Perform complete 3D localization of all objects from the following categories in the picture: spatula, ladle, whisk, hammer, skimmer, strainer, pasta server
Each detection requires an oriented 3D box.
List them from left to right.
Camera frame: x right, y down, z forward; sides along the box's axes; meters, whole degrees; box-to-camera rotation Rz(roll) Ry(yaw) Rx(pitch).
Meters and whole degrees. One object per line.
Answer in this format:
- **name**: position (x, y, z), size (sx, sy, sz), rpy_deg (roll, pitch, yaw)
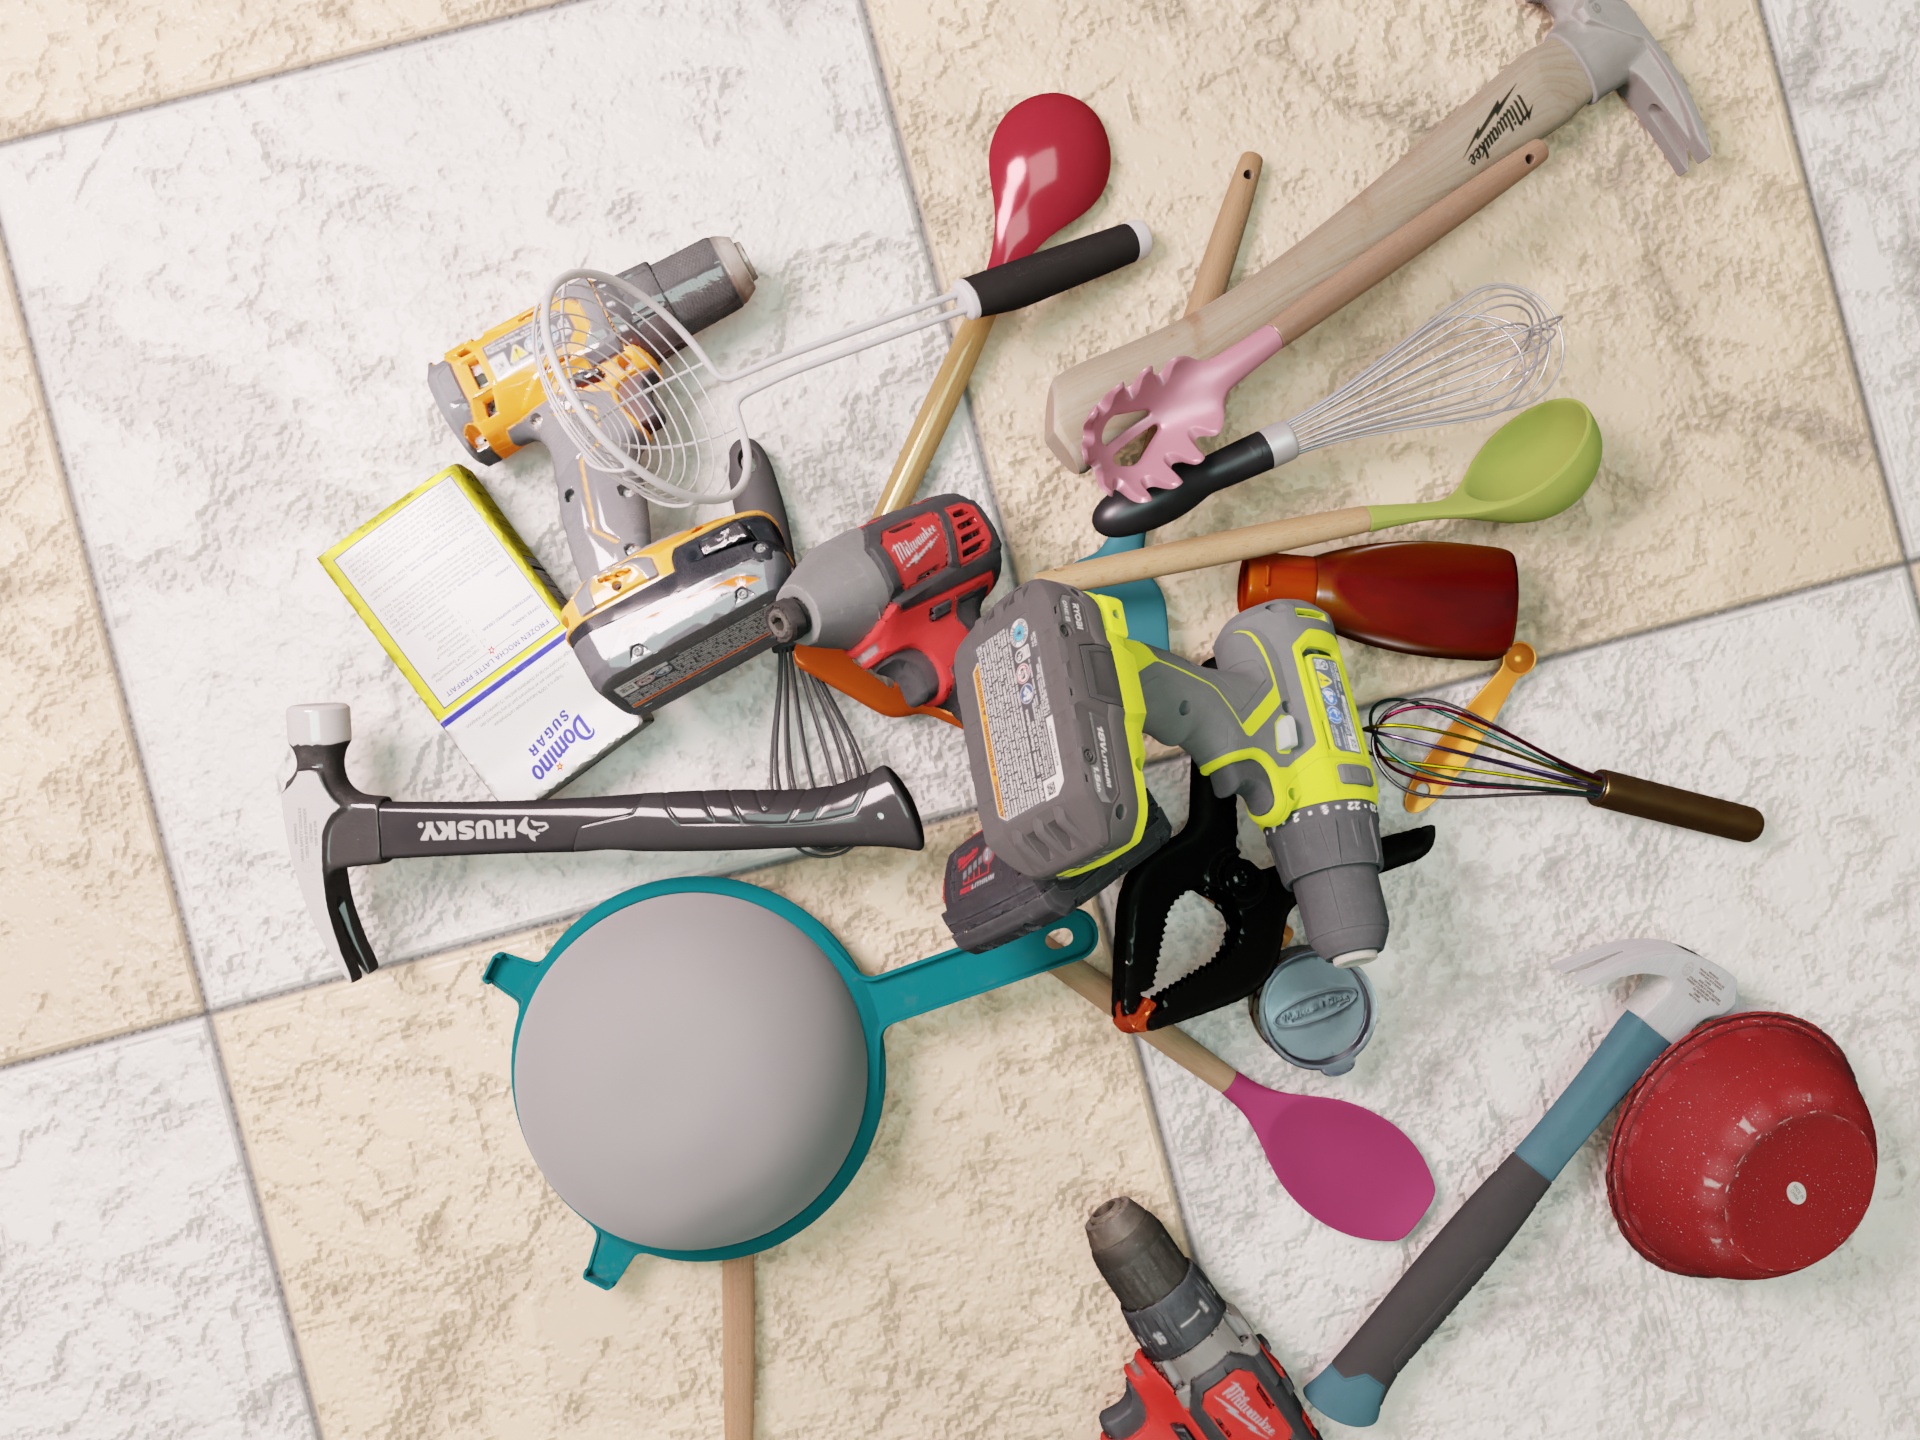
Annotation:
- **hammer**: position (-0.186, 0.060, 0.836), size (0.335, 0.035, 0.146), rpy_deg (-2, 94, 3)
- **spatula**: position (-0.126, 0.281, 0.888), size (0.060, 0.018, 0.316), rpy_deg (-1, 89, 1)
- **whisk**: position (-0.096, -0.041, 0.880), size (0.055, 0.055, 0.239), rpy_deg (-13, 86, -1)
- **strainer**: position (-0.090, 0.168, 0.832), size (0.340, 0.095, 0.211), rpy_deg (-20, 86, 6)
- **skimmer**: position (-0.038, -0.207, 0.796), size (0.363, 0.090, 0.127), rpy_deg (-26, 84, -23)
- **ladle**: position (0.002, -0.208, 0.891), size (0.069, 0.031, 0.315), rpy_deg (25, 91, -5)
- **spatula**: position (0.055, 0.029, 0.882), size (0.322, 0.041, 0.081), rpy_deg (35, 74, -2)
- **spatula**: position (0.119, -0.169, 0.884), size (0.082, 0.044, 0.317), rpy_deg (18, 88, -5)
- **ladle**: position (0.193, -0.115, 0.858), size (0.320, 0.078, 0.062), rpy_deg (-12, 114, -7)
- **pasta server**: position (0.189, -0.216, 0.832), size (0.316, 0.040, 0.060), rpy_deg (-36, 105, -7)
- **whisk**: position (0.200, -0.163, 0.861), size (0.284, 0.070, 0.070), rpy_deg (-24, 90, -6)
- **hammer**: position (0.222, -0.258, 0.873), size (0.410, 0.038, 0.146), rpy_deg (-37, 92, -7)
- **hammer**: position (0.311, 0.260, 0.884), size (0.128, 0.033, 0.331), rpy_deg (39, 91, -15)
- **whisk**: position (0.333, 0.032, 0.888), size (0.245, 0.051, 0.047), rpy_deg (13, 130, -8)

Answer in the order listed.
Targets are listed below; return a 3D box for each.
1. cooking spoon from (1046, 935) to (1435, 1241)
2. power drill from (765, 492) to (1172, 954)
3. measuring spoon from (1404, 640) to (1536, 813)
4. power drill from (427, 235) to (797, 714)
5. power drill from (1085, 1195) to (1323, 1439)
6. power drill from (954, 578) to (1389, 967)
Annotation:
- **cooking spoon**: position (0.130, 0.188, 0.895), size (0.319, 0.017, 0.069), rpy_deg (36, 92, -1)
- **power drill**: position (-0.001, -0.003, 0.804), size (0.143, 0.078, 0.220), rpy_deg (-29, 87, -43)
- **measuring spoon**: position (0.288, 0.004, 0.906), size (0.021, 0.011, 0.117), rpy_deg (35, 92, -6)
- **power drill**: position (-0.159, -0.140, 0.843), size (0.185, 0.084, 0.226), rpy_deg (-29, 74, -1)
- **power drill**: position (0.066, 0.390, 0.866), size (0.226, 0.080, 0.188), rpy_deg (-34, 91, -4)
- **power drill**: position (0.118, 0.025, 0.779), size (0.228, 0.080, 0.191), rpy_deg (7, 63, -36)
